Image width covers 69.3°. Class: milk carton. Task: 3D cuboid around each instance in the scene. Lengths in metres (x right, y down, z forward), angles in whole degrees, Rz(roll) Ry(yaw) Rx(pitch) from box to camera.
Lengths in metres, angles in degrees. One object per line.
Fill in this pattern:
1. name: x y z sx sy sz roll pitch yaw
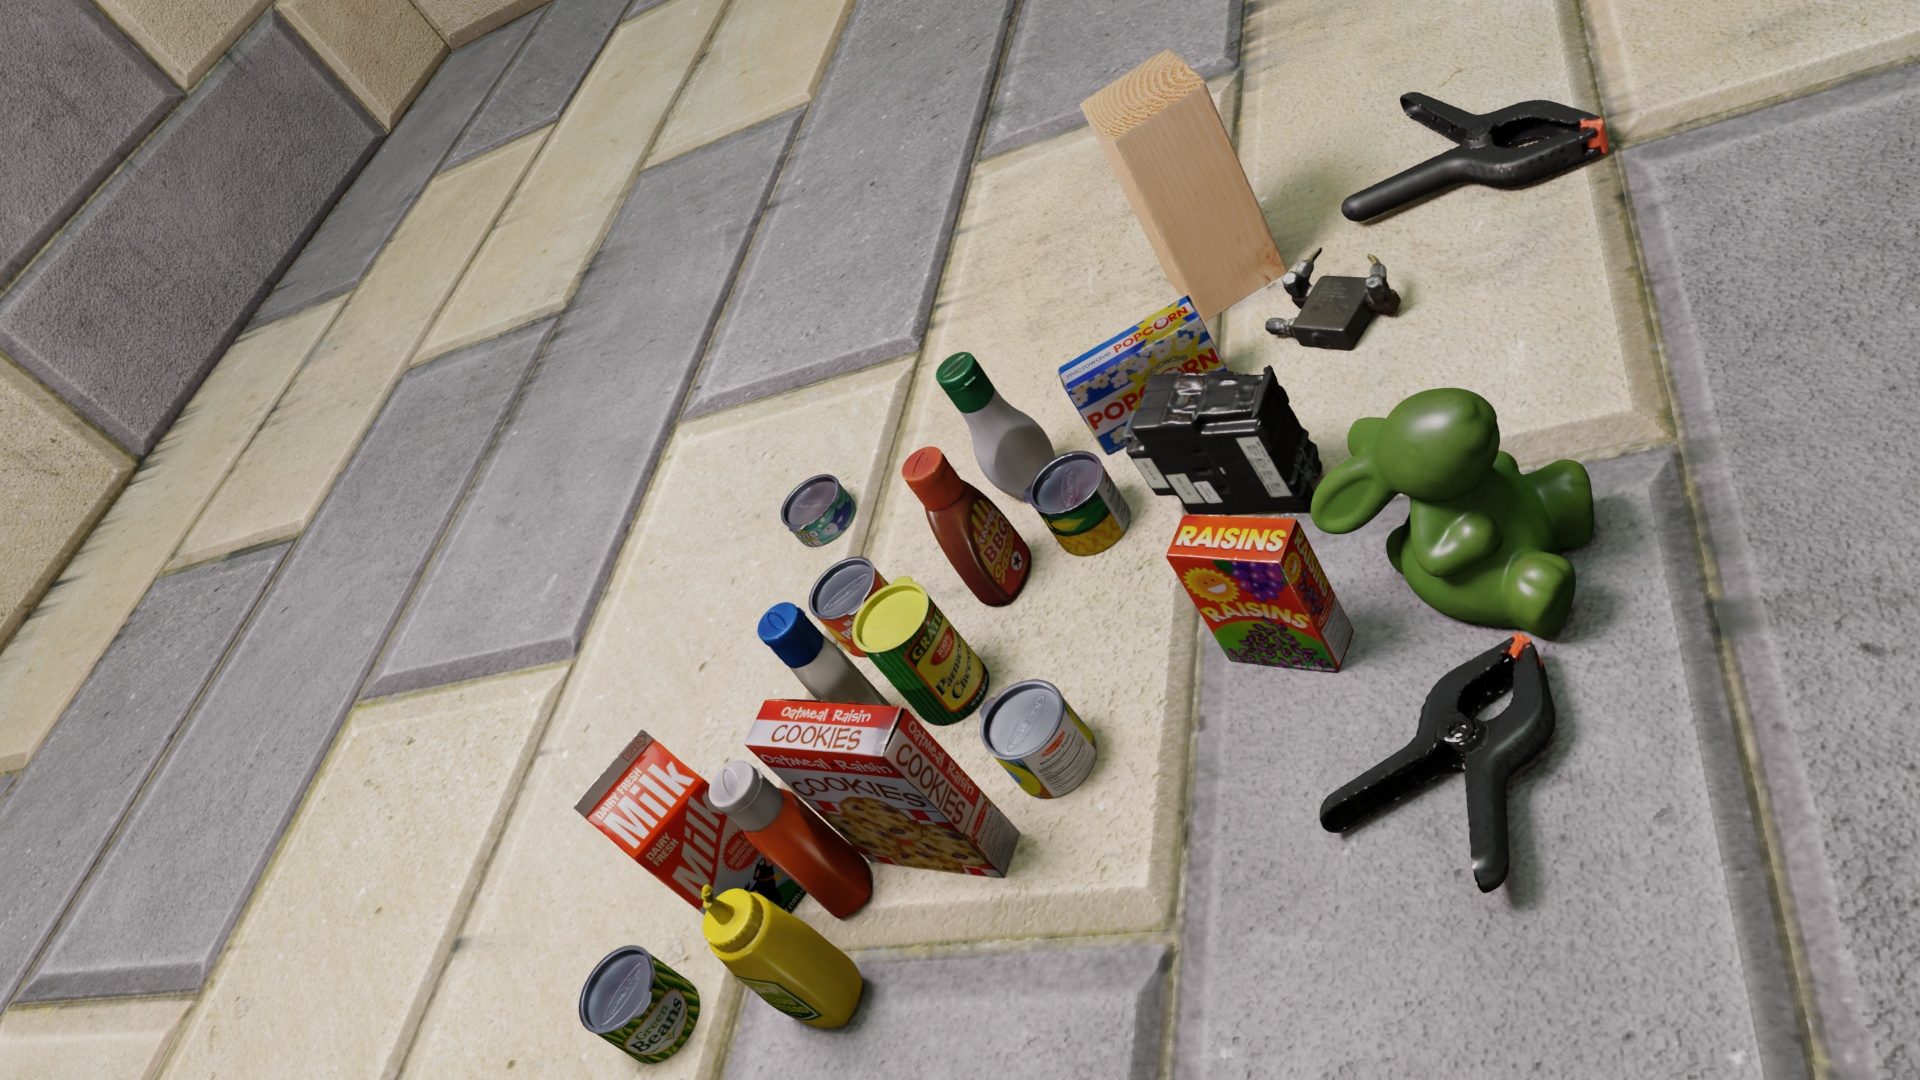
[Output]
1. milk carton: -0.196 0.213 1.002 0.073 0.190 0.072 21 65 47

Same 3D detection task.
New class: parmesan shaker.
1. parmesan shaker: -0.028 0.086 1.073 0.071 0.102 0.072 -21 41 20

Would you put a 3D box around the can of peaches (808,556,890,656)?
1. can of peaches: -0.086 0.058 1.181 0.071 0.058 0.071 -21 41 20

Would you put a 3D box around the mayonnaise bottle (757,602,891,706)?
1. mayonnaise bottle: -0.102 0.105 1.074 0.041 0.147 0.065 -44 39 -9

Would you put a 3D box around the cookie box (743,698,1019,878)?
1. cookie box: -0.052 0.170 0.956 0.123 0.167 0.040 -2 50 36

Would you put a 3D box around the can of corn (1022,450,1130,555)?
1. can of corn: 0.095 -0.029 1.132 0.071 0.058 0.071 -21 41 20

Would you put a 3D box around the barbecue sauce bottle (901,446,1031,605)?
1. barbecue sauce bottle: 0.004 -0.014 1.113 0.043 0.148 0.065 -3 50 35

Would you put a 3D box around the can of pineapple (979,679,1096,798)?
1. can of pineapple: 0.055 0.141 0.992 0.071 0.057 0.071 -21 41 20

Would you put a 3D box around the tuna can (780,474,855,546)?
1. tuna can: -0.136 -0.026 1.323 0.071 0.032 0.071 -21 41 19

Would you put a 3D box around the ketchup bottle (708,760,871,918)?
1. ketchup bottle: -0.120 0.208 0.984 0.043 0.148 0.065 -37 39 0

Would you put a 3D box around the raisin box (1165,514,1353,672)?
1. raisin box: 0.203 0.035 0.935 0.086 0.123 0.040 4 54 39

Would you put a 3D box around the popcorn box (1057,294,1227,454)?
1. popcorn box: 0.157 -0.138 1.173 0.126 0.085 0.038 -29 39 10

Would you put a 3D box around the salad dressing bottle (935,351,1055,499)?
1. salad dressing bottle: 0.030 -0.097 1.177 0.064 0.147 0.044 -43 39 -7

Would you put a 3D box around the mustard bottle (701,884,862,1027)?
1. mustard bottle: -0.128 0.270 0.918 0.065 0.159 0.049 -4 49 35

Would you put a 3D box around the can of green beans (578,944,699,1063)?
1. can of green beans: -0.233 0.338 1.011 0.071 0.057 0.071 -21 41 20
